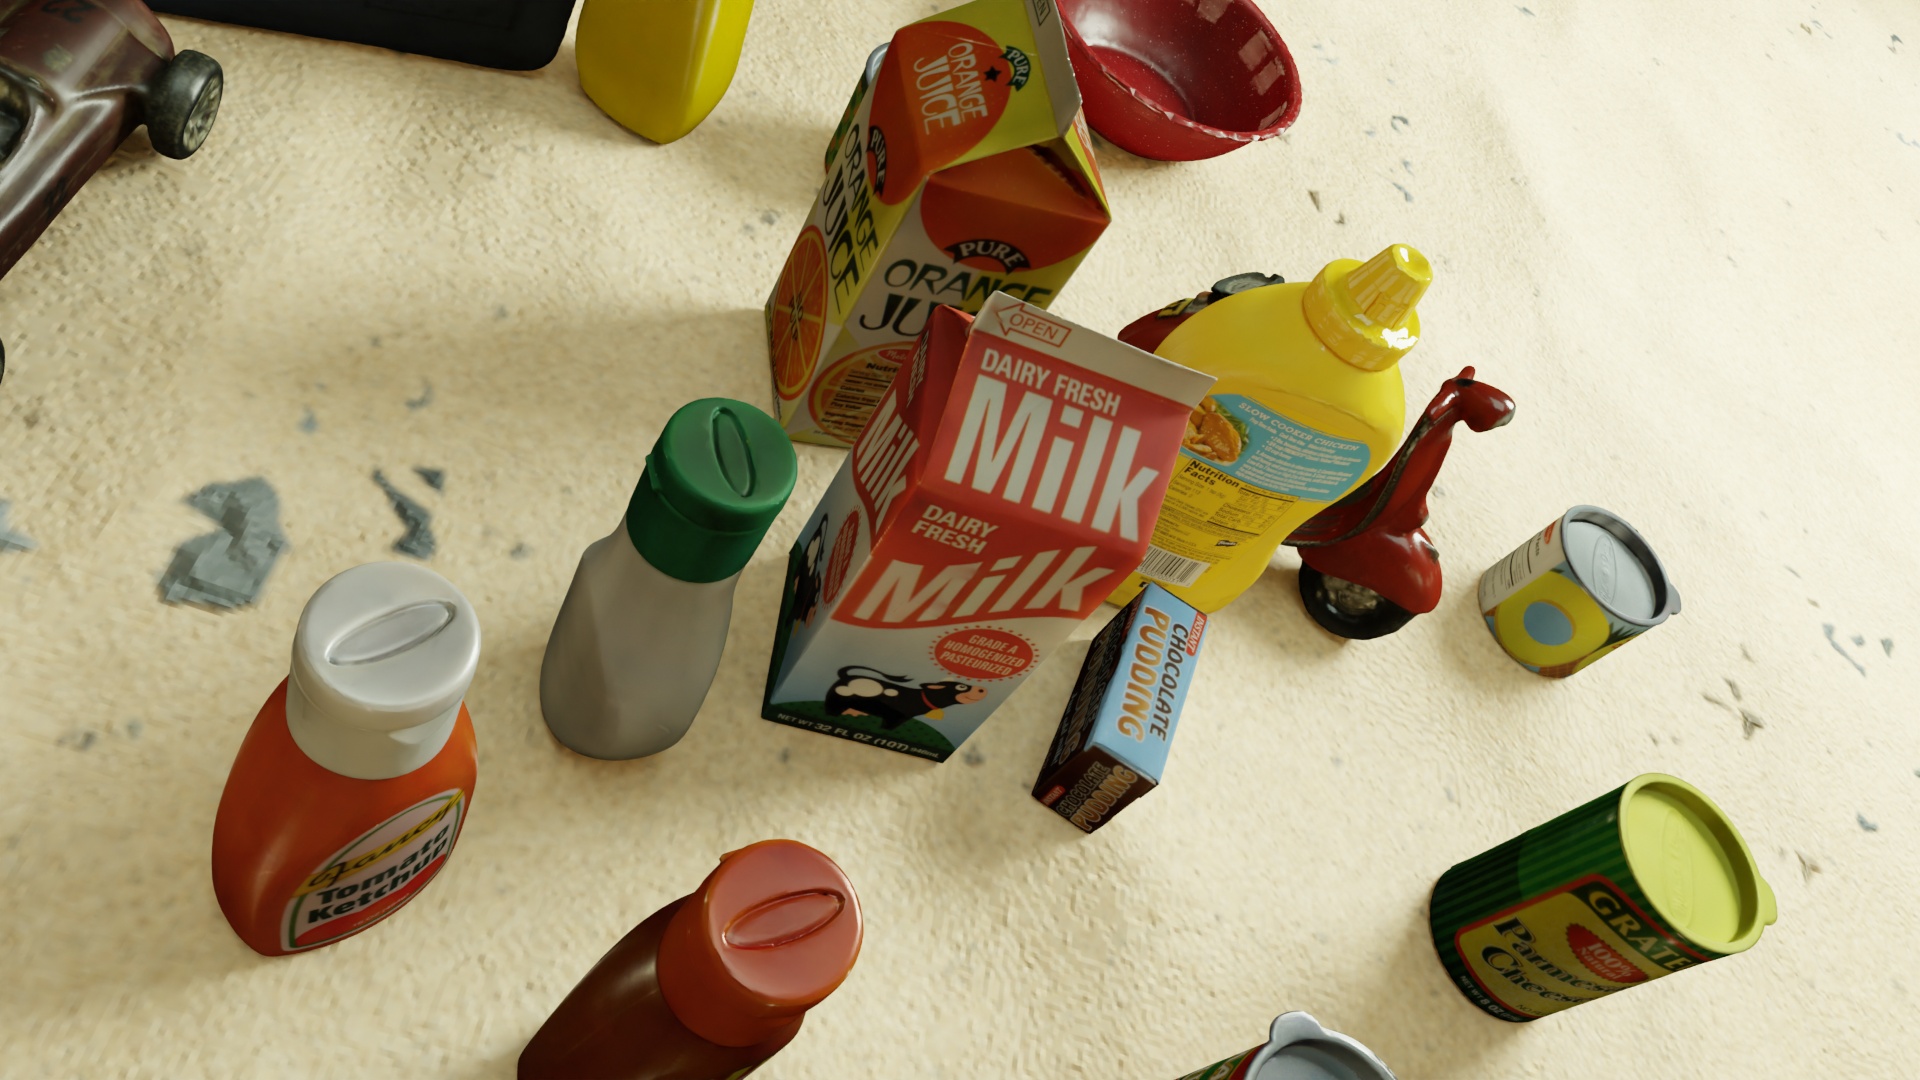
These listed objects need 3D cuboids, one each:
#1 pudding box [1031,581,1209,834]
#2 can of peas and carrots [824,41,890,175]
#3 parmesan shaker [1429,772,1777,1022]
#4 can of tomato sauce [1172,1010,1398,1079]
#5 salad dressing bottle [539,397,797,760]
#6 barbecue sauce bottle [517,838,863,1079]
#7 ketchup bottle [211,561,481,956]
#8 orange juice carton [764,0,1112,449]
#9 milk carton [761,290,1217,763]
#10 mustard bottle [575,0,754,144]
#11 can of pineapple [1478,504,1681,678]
[{"bbox_3d":[0.061,0.062,0.521,0.030,0.049,0.084,32,49,-6],"label":"pudding box"},{"bbox_3d":[-0.022,-0.187,0.641,0.071,0.058,0.071,14,53,-20],"label":"can of peas and carrots"},{"bbox_3d":[0.241,0.140,0.529,0.071,0.102,0.071,14,53,-20],"label":"parmesan shaker"},{"bbox_3d":[0.089,0.191,0.425,0.071,0.082,0.071,14,53,-20],"label":"can of tomato sauce"},{"bbox_3d":[-0.088,0.015,0.407,0.044,0.147,0.064,-2,60,-30],"label":"salad dressing bottle"},{"bbox_3d":[-0.067,0.117,0.348,0.065,0.147,0.044,-10,64,-33],"label":"barbecue sauce bottle"},{"bbox_3d":[-0.150,0.056,0.345,0.065,0.148,0.043,-28,75,-39],"label":"ketchup bottle"},{"bbox_3d":[-0.007,-0.114,0.511,0.073,0.191,0.072,6,56,-25],"label":"orange juice carton"},{"bbox_3d":[0.002,-0.006,0.442,0.072,0.189,0.074,18,52,-17],"label":"milk carton"},{"bbox_3d":[-0.110,-0.236,0.560,0.065,0.159,0.049,36,49,-3],"label":"mustard bottle"},{"bbox_3d":[0.296,0.027,0.668,0.071,0.057,0.071,14,53,-20],"label":"can of pineapple"}]
